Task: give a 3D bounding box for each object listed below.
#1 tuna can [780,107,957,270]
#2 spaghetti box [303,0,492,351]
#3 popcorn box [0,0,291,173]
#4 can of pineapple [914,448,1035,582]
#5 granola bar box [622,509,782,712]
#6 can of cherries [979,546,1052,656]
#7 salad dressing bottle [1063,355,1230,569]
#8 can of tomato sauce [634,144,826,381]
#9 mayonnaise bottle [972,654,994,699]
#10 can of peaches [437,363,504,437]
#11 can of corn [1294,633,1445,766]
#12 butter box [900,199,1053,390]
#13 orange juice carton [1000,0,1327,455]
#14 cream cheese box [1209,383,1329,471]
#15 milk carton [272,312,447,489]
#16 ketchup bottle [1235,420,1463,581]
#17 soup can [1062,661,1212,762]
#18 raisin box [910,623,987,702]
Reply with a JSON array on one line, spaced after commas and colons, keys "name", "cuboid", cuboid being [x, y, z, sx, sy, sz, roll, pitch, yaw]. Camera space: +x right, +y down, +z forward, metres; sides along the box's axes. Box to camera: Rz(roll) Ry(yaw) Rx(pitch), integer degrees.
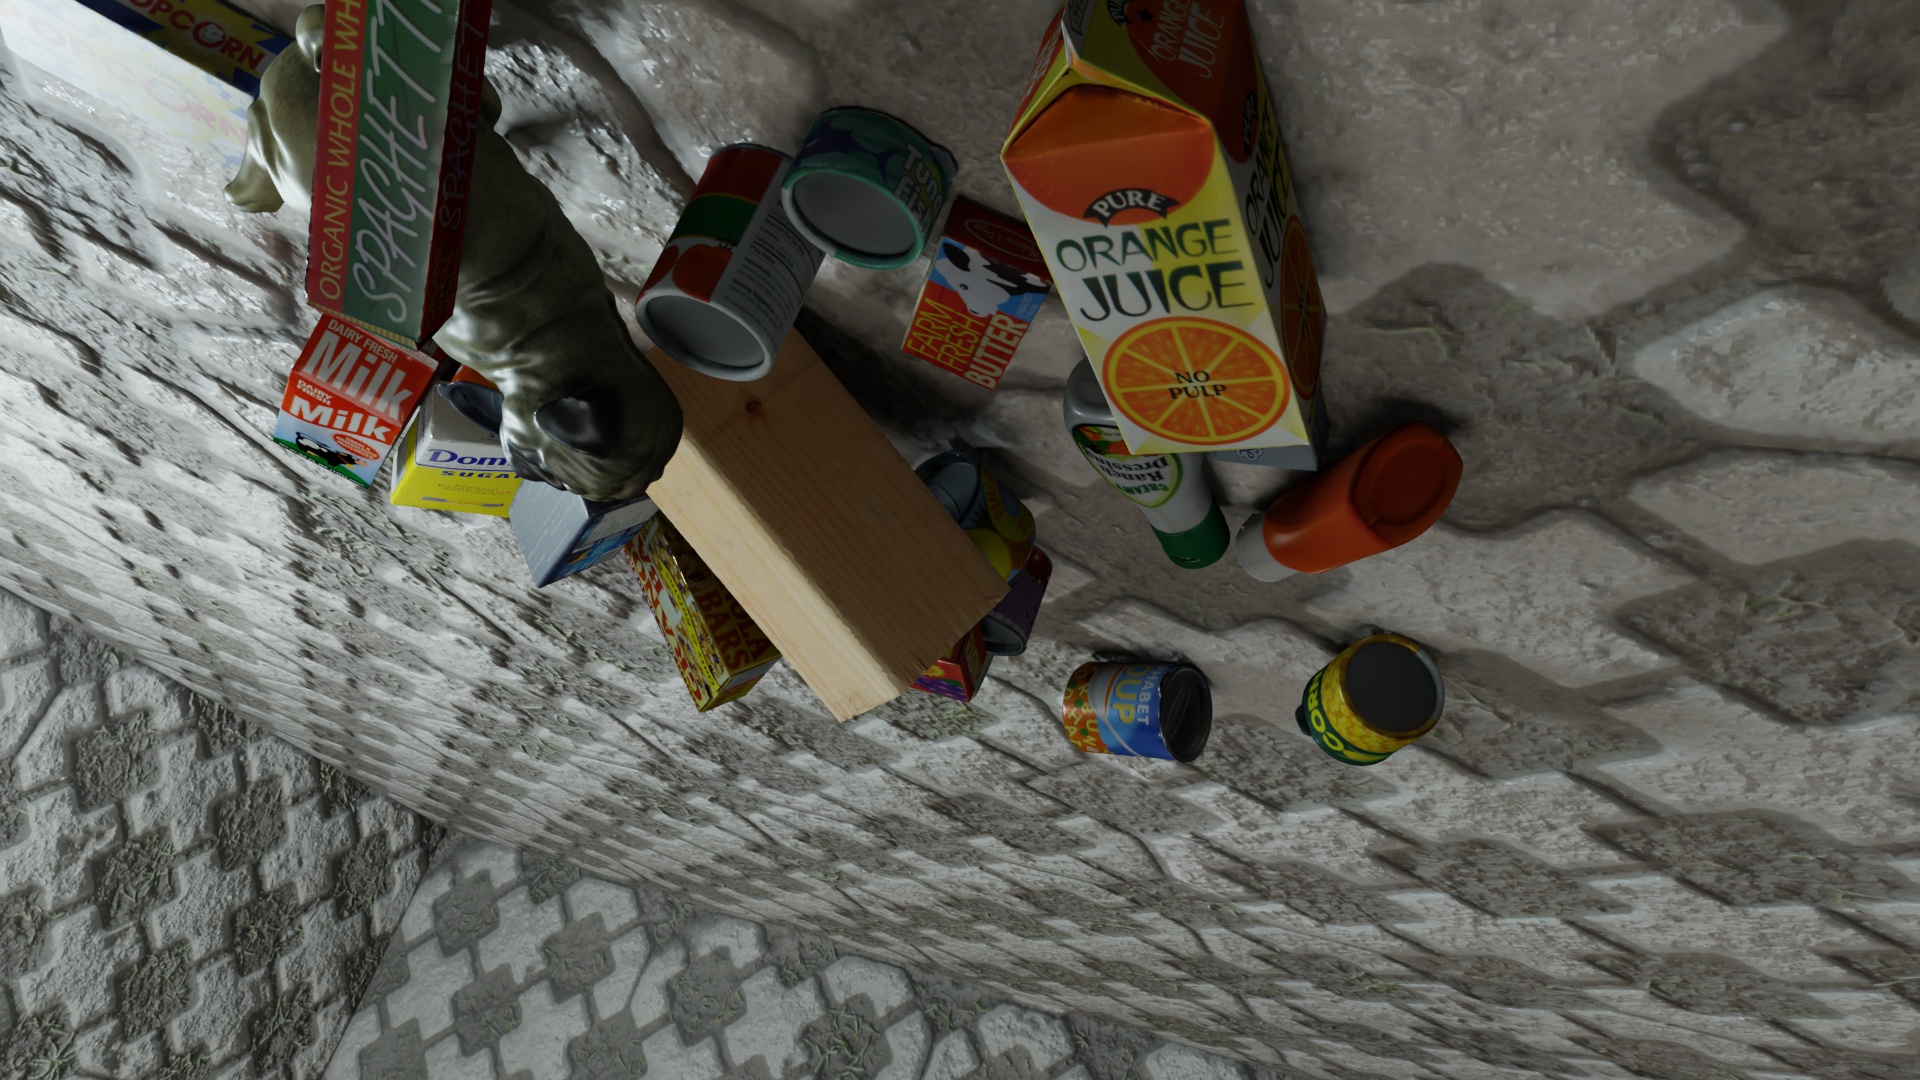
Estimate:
[{"name": "tuna can", "cuboid": [-0.038, -0.147, 0.585, 0.071, 0.033, 0.070, 17, 156, 8]}, {"name": "spaghetti box", "cuboid": [-0.191, -0.183, 0.479, 0.050, 0.029, 0.248, 21, 123, -1]}, {"name": "popcorn box", "cuboid": [-0.389, -0.237, 0.664, 0.126, 0.038, 0.085, 28, 154, -16]}, {"name": "can of pineapple", "cuboid": [0.003, -0.010, 0.799, 0.071, 0.071, 0.057, -4, 147, 42]}, {"name": "granola bar box", "cuboid": [-0.182, 0.024, 0.924, 0.165, 0.039, 0.123, 64, 155, 8]}, {"name": "can of cherries", "cuboid": [0.018, 0.032, 0.883, 0.071, 0.058, 0.071, 18, 156, 8]}, {"name": "salad dressing bottle", "cuboid": [0.099, -0.037, 0.693, 0.064, 0.044, 0.147, 6, 152, 32]}, {"name": "can of tomato sauce", "cuboid": [-0.100, -0.123, 0.622, 0.071, 0.083, 0.071, 17, 155, 8]}, {"name": "mayonnaise bottle", "cuboid": [-0.048, 0.061, 0.993, 0.148, 0.065, 0.041, 20, 156, 9]}, {"name": "can of peaches", "cuboid": [-0.266, -0.099, 0.832, 0.071, 0.058, 0.071, 17, 156, 8]}, {"name": "can of corn", "cuboid": [0.243, 0.095, 0.826, 0.071, 0.071, 0.058, 20, 155, 0]}, {"name": "butter box", "cuboid": [0.008, -0.110, 0.636, 0.053, 0.024, 0.103, 23, 155, -4]}, {"name": "orange juice carton", "cuboid": [0.072, -0.119, 0.487, 0.073, 0.072, 0.192, -2, 141, 26]}, {"name": "cream cheese box", "cuboid": [0.132, -0.070, 0.622, 0.053, 0.024, 0.103, 7, 153, 24]}, {"name": "milk carton", "cuboid": [-0.386, -0.102, 0.900, 0.072, 0.074, 0.190, 30, 154, -20]}, {"name": "ketchup bottle", "cuboid": [0.178, -0.011, 0.670, 0.043, 0.065, 0.148, 46, 163, 0]}, {"name": "soup can", "cuboid": [0.122, 0.116, 0.969, 0.083, 0.071, 0.071, -2, 147, 41]}, {"name": "raisin box", "cuboid": [-0.050, 0.057, 0.858, 0.123, 0.040, 0.085, 14, 159, 11]}]
